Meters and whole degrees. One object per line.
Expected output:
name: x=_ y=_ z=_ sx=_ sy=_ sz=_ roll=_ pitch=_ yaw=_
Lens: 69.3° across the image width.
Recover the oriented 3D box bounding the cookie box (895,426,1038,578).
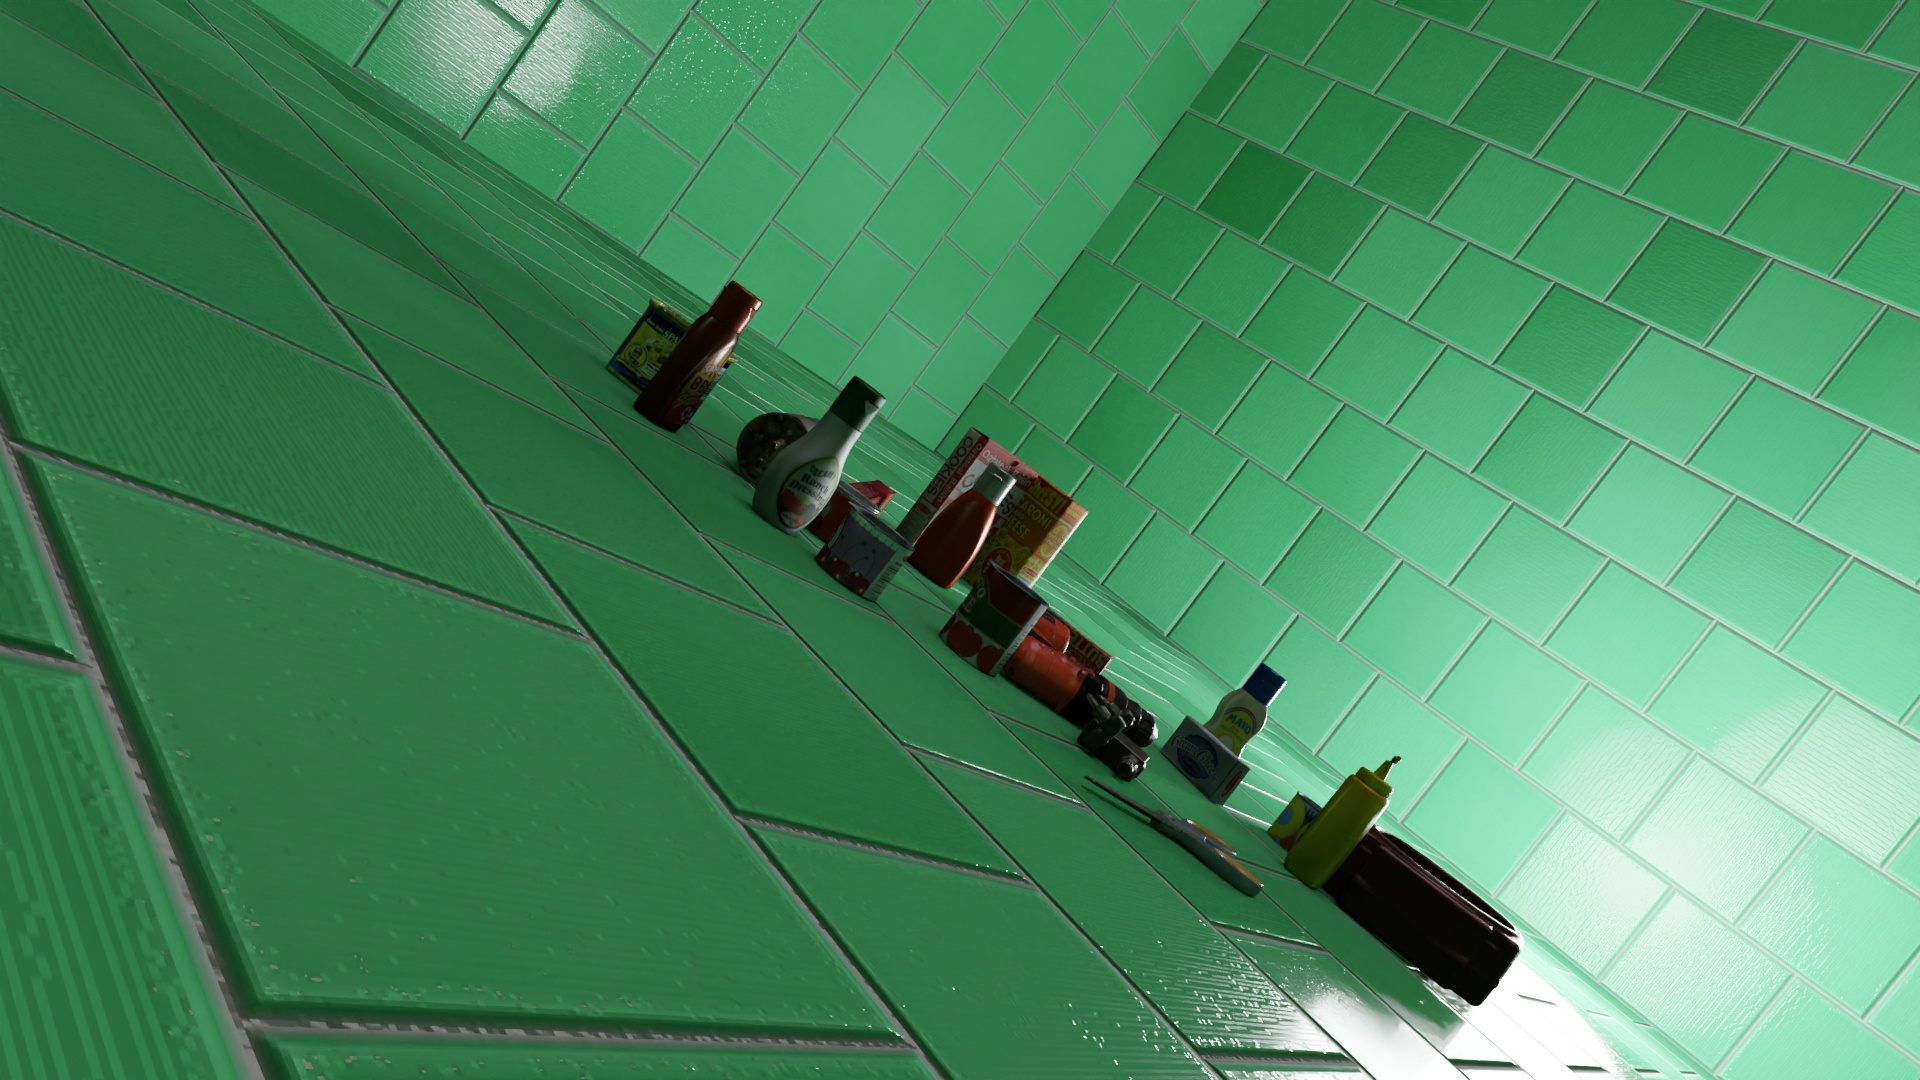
cookie box: x=0.009 y=-0.045 z=1.723 sx=0.040 sy=0.167 sz=0.123 roll=40 pitch=6 yaw=38

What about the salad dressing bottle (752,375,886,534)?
salad dressing bottle: x=-0.123 y=-0.076 z=1.221 sx=0.064 sy=0.147 sz=0.044 roll=32 pitch=6 yaw=-44

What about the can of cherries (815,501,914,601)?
can of cherries: x=-0.085 y=0.009 z=1.203 sx=0.071 sy=0.058 sz=0.071 roll=36 pitch=5 yaw=-3

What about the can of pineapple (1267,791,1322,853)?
can of pineapple: x=0.385 y=0.323 z=1.542 sx=0.071 sy=0.058 sz=0.071 roll=36 pitch=5 yaw=-3

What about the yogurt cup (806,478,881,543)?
yogurt cup: x=-0.118 y=-0.026 z=1.334 sx=0.072 sy=0.054 sz=0.072 roll=36 pitch=5 yaw=-3

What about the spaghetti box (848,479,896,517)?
spaghetti box: x=-0.109 y=-0.038 z=1.527 sx=0.029 sy=0.050 sz=0.250 roll=37 pitch=5 yaw=1

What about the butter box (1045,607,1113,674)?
butter box: x=0.118 y=0.123 z=1.582 sx=0.103 sy=0.053 sz=0.024 roll=38 pitch=4 yaw=13

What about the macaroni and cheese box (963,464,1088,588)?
macaroni and cheese box: x=0.072 y=-0.004 z=1.788 sx=0.040 sy=0.166 sz=0.124 roll=33 pitch=6 yaw=-40

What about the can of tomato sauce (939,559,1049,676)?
can of tomato sauce: x=0.029 y=0.071 z=1.270 sx=0.071 sy=0.083 sz=0.071 roll=36 pitch=5 yaw=-3

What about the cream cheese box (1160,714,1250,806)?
cream cheese box: x=0.266 y=0.240 z=1.519 sx=0.024 sy=0.053 sz=0.104 roll=34 pitch=6 yaw=-34

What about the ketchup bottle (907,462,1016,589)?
ketchup bottle: x=0.006 y=-0.020 z=1.579 sx=0.065 sy=0.148 sz=0.043 roll=37 pitch=4 yaw=5

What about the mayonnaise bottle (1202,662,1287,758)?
mayonnaise bottle: x=0.318 y=0.210 z=1.603 sx=0.065 sy=0.148 sz=0.041 roll=37 pitch=4 yaw=0

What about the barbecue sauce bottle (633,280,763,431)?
barbecue sauce bottle: x=-0.241 y=-0.172 z=1.291 sx=0.044 sy=0.148 sz=0.065 roll=37 pitch=4 yaw=8

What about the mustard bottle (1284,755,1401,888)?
mustard bottle: x=0.395 y=0.280 z=1.413 sx=0.049 sy=0.160 sz=0.065 roll=38 pitch=5 yaw=21
